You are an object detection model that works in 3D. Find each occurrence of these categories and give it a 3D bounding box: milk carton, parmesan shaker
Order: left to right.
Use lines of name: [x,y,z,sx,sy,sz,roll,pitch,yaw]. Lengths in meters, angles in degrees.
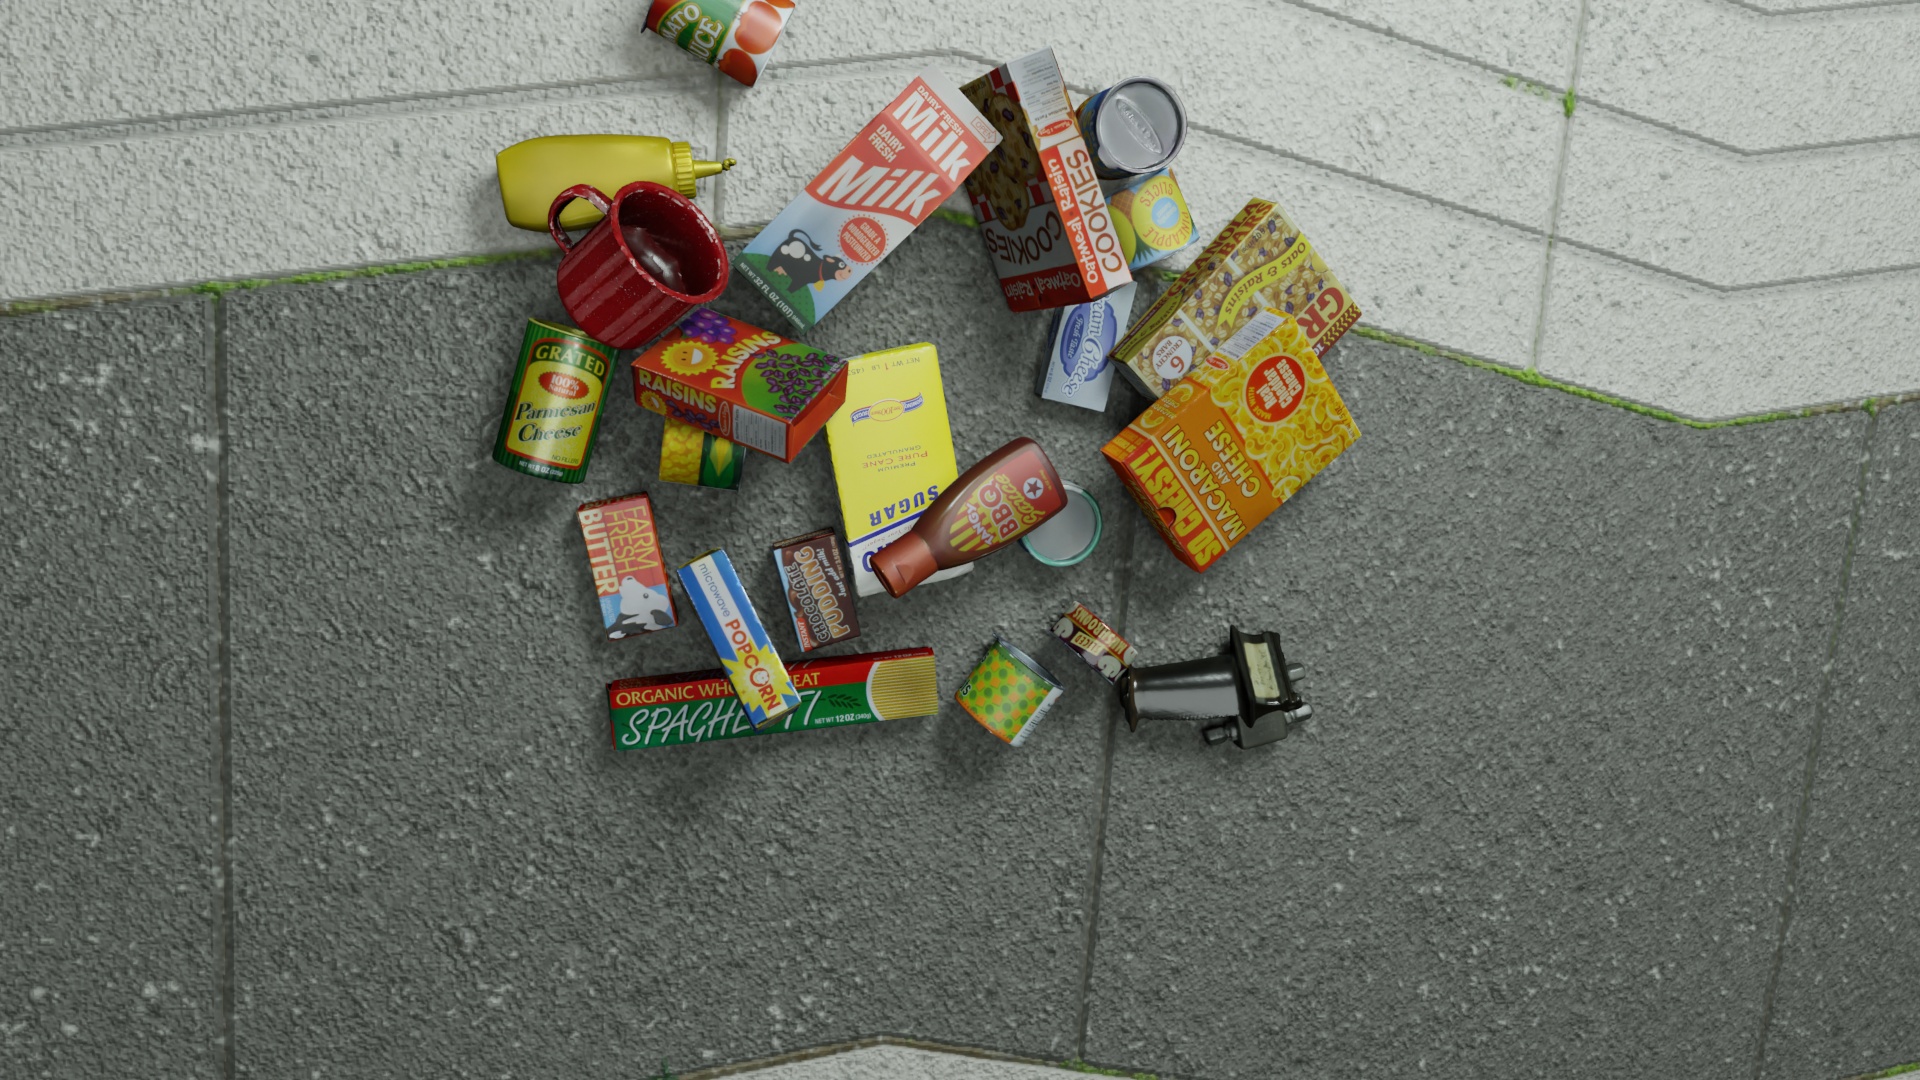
parmesan shaker: [-0.281,-0.097,0.977,0.071,0.071,0.103,15,97,-13]
milk carton: [-0.063,-0.237,0.961,0.190,0.074,0.072,-41,105,18]

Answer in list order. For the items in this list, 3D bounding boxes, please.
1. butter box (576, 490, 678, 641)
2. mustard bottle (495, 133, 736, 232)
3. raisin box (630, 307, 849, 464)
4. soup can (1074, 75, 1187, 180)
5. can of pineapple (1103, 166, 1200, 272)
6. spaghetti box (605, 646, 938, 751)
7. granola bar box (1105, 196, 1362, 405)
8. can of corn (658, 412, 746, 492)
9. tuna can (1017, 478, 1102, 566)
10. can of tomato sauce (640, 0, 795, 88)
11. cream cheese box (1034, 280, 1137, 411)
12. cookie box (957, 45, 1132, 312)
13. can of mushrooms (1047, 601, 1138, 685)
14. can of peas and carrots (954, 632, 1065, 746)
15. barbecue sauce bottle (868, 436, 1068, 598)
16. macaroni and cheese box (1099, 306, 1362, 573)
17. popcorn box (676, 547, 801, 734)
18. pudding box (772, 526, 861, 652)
butter box: [-0.245,0.019,1.025,0.053,0.024,0.103,-12,102,-8]
mustard bottle: [-0.236,-0.252,0.966,0.160,0.049,0.065,-8,102,-10]
raisin box: [-0.152,-0.110,0.964,0.123,0.086,0.039,21,134,14]
soup can: [0.117,-0.295,1.007,0.071,0.084,0.071,-2,100,-10]
can of pineapple: [0.137,-0.237,1.028,0.071,0.071,0.057,-27,104,-5]
spaghetti box: [-0.141,0.120,1.061,0.250,0.029,0.050,-5,100,-10]
granola bar box: [0.211,-0.157,1.059,0.165,0.039,0.124,-47,118,0]
can of corn: [-0.184,-0.073,0.998,0.058,0.071,0.071,7,99,-11]
tuna can: [0.075,-0.012,1.076,0.071,0.033,0.071,-2,100,-10]
can of tomato sauce: [-0.165,-0.358,0.951,0.083,0.071,0.071,27,94,-15]
cream cheese box: [0.096,-0.154,1.059,0.053,0.024,0.103,12,98,-14]
cookie box: [0.049,-0.248,0.980,0.040,0.123,0.167,-26,104,-20]
can of mushrooms: [0.103,0.079,1.078,0.071,0.071,0.033,41,89,-15]
can of peas and carrots: [0.036,0.116,1.075,0.071,0.071,0.058,36,93,-15]
barbecue sauce bottle: [0.004,-0.013,1.013,0.149,0.044,0.064,-34,109,-12]
macaroni and cheese box: [0.204,-0.074,1.041,0.166,0.040,0.123,-41,119,-3]
popcorn box: [-0.160,0.073,1.000,0.038,0.085,0.127,-26,84,-13]
pudding box: [-0.109,0.037,1.051,0.050,0.030,0.083,-15,102,-7]
